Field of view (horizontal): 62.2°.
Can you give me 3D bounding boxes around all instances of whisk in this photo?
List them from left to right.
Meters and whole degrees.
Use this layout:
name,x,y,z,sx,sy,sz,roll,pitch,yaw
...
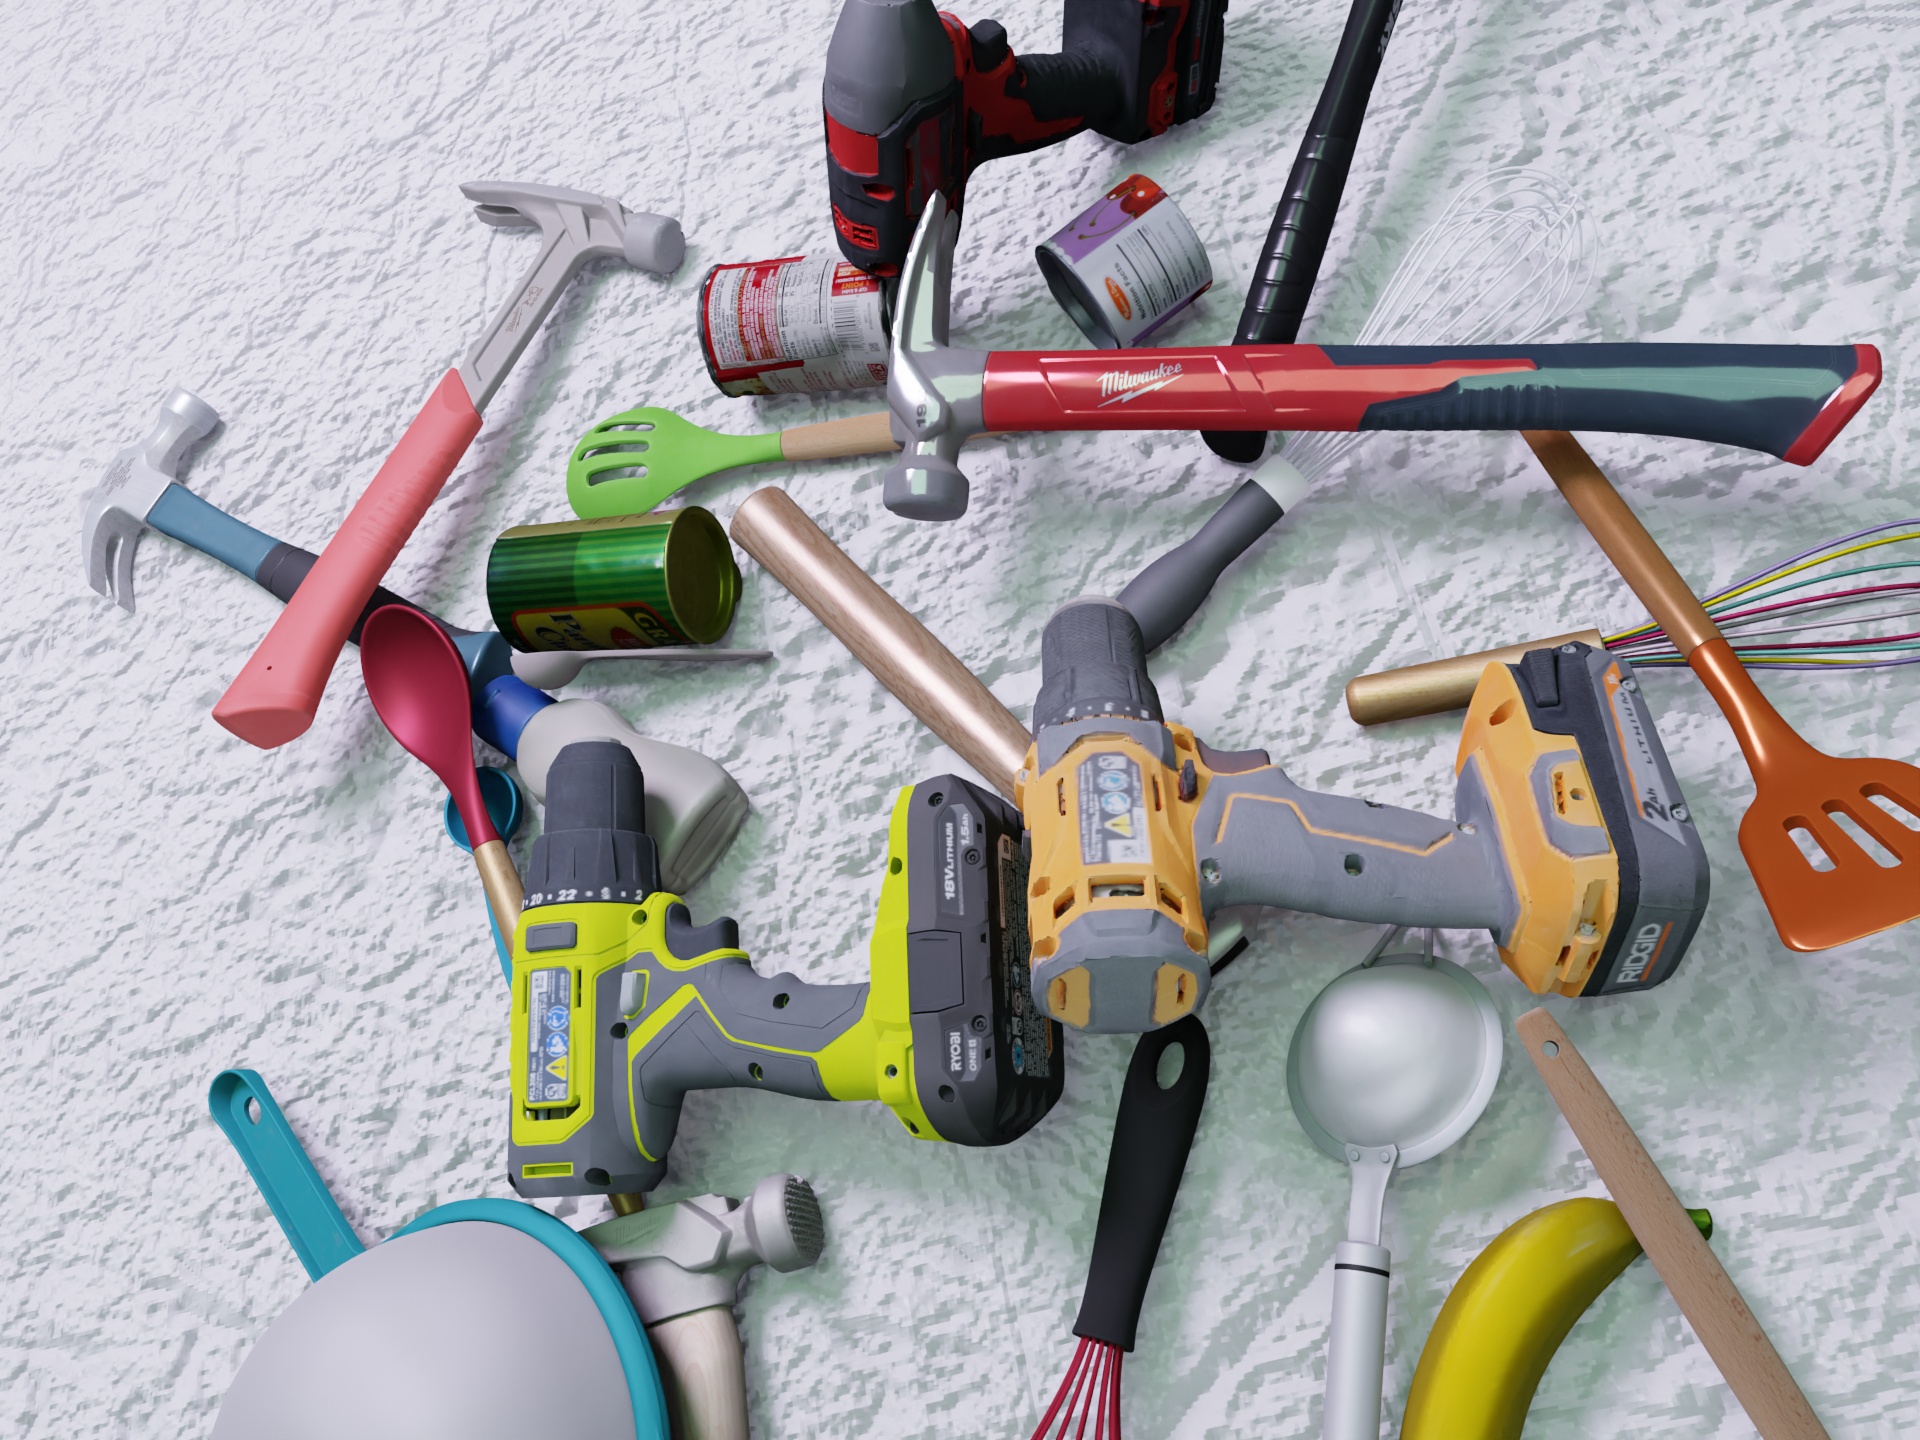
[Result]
name,x,y,z,sx,sy,sz,roll,pitch,yaw
whisk,0.047,0.245,0.575,0.073,0.073,0.296,8,64,22
whisk,0.163,-0.125,0.691,0.284,0.070,0.070,-45,61,5
whisk,0.275,-0.026,0.622,0.245,0.047,0.051,-12,52,19

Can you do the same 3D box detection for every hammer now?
name,x,y,z,sx,sy,sz,roll,pitch,yaw
hammer,-0.367,-0.082,0.874,0.331,0.033,0.128,25,77,27
hammer,-0.289,-0.147,0.847,0.149,0.036,0.359,16,66,22
hammer,-0.090,0.385,0.571,0.146,0.038,0.411,-19,63,12
hammer,-0.001,-0.002,0.712,0.130,0.031,0.332,-44,60,-4
hammer,0.156,-0.151,0.649,0.386,0.038,0.143,4,85,19
hammer,0.177,-0.279,0.735,0.035,0.146,0.335,17,85,25

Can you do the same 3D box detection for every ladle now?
name,x,y,z,sx,sy,sz,roll,pitch,yaw
ladle,-0.209,0.080,0.731,0.069,0.031,0.316,-42,66,33

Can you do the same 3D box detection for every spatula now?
name,x,y,z,sx,sy,sz,roll,pitch,yaw
spatula,0.264,-0.047,0.588,0.081,0.041,0.323,-26,45,12
spatula,0.268,0.231,0.495,0.082,0.044,0.318,-31,69,8

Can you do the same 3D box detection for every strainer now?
name,x,y,z,sx,sy,sz,roll,pitch,yaw
strainer,-0.256,0.254,0.629,0.341,0.095,0.211,40,100,33
strainer,0.143,0.182,0.561,0.087,0.050,0.259,-11,58,41

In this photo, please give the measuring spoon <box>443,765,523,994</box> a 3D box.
name,x,y,z,sx,sy,sz,roll,pitch,yaw
measuring spoon,-0.214,0.083,0.761,0.042,0.021,0.129,-26,70,14

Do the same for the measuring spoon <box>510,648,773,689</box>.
name,x,y,z,sx,sy,sz,roll,pitch,yaw
measuring spoon,-0.152,-0.025,0.762,0.124,0.034,0.018,-2,88,-6

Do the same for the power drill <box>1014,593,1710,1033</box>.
name,x,y,z,sx,sy,sz,roll,pitch,yaw
power drill,0.133,0.022,0.593,0.226,0.084,0.186,-3,48,2

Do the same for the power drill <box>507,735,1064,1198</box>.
name,x,y,z,sx,sy,sz,roll,pitch,yaw
power drill,-0.081,0.089,0.640,0.228,0.080,0.191,-9,73,21

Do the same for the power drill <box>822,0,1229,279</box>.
name,x,y,z,sx,sy,sz,roll,pitch,yaw
power drill,0.027,-0.312,0.741,0.220,0.143,0.079,-37,58,-26

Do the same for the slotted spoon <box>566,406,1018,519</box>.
name,x,y,z,sx,sy,sz,roll,pitch,yaw
slotted spoon,-0.064,-0.143,0.799,0.314,0.031,0.070,-4,66,16
